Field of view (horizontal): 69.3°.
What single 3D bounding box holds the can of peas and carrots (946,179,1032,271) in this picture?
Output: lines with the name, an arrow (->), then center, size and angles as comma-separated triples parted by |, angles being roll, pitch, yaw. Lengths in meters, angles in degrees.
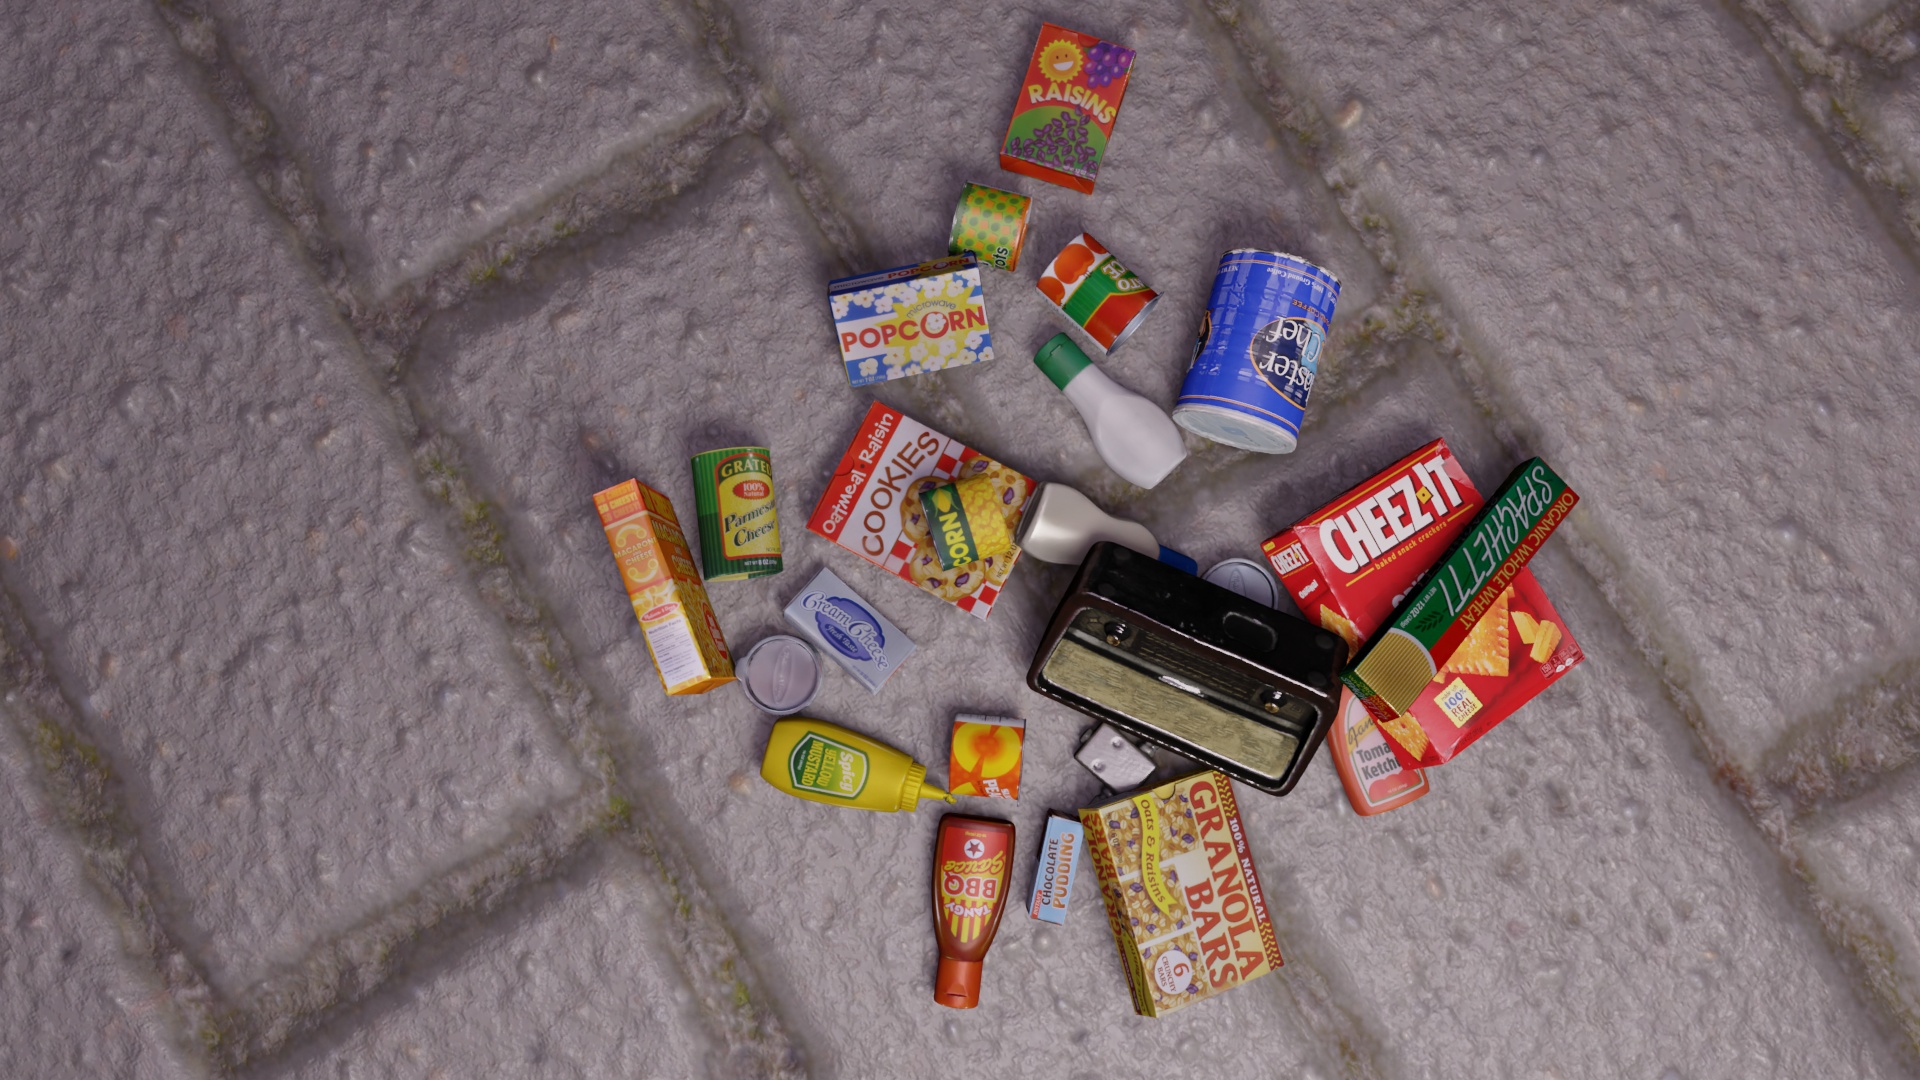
can of peas and carrots -> 0.025, -0.262, 1.169 | 0.059, 0.071, 0.071 | 14, 85, 3

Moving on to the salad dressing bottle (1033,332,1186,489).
salad dressing bottle -> 0.123, -0.110, 1.162 | 0.064, 0.044, 0.148 | -42, 83, -1

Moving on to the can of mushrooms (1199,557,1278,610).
can of mushrooms -> 0.224, 0.048, 1.146 | 0.071, 0.033, 0.071 | 0, 85, 2

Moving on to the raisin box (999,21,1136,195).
raisin box -> 0.092, -0.370, 1.192 | 0.086, 0.040, 0.123 | 18, 84, 4

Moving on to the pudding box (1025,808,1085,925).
pudding box -> 0.076, 0.262, 1.120 | 0.030, 0.049, 0.084 | 13, 85, 2

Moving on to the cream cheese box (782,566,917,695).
cream cheese box -> -0.093, 0.075, 1.151 | 0.104, 0.024, 0.053 | 40, 68, 5

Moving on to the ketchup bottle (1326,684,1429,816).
ketchup bottle -> 0.323, 0.144, 1.128 | 0.065, 0.043, 0.149 | -20, 83, -6

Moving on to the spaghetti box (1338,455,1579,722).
spaghetti box -> 0.382, 0.033, 1.057 | 0.050, 0.028, 0.251 | 45, 71, 1

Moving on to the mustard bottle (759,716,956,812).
mustard bottle -> -0.080, 0.189, 1.132 | 0.160, 0.049, 0.065 | 14, 88, 3

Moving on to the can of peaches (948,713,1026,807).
can of peaches -> 0.022, 0.177, 1.121 | 0.058, 0.071, 0.071 | 5, 84, 3

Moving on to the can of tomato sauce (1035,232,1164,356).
can of tomato sauce -> 0.115, -0.207, 1.160 | 0.083, 0.071, 0.071 | 42, 87, 6

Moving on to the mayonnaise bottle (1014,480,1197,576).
mayonnaise bottle -> 0.121, 0.005, 1.131 | 0.148, 0.041, 0.064 | 23, 90, -15

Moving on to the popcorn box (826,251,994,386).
popcorn box -> -0.041, -0.184, 1.156 | 0.127, 0.038, 0.084 | -11, 121, 0

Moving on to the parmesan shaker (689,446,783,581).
parmesan shaker -> -0.183, -0.021, 1.152 | 0.071, 0.071, 0.103 | -8, 84, 1

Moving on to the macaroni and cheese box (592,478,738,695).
macaroni and cheese box -> -0.235, 0.041, 1.116 | 0.040, 0.123, 0.166 | -23, 84, -1

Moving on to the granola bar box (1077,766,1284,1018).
granola bar box -> 0.175, 0.274, 1.097 | 0.124, 0.039, 0.165 | -13, 83, -25

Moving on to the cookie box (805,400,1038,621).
cookie box -> -0.025, -0.025, 1.158 | 0.167, 0.040, 0.123 | 27, 86, 4

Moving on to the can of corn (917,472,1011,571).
can of corn -> 0.004, -0.014, 1.101 | 0.058, 0.071, 0.071 | -18, 84, -2

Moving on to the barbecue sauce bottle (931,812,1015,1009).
barbecue sauce bottle -> 0.005, 0.298, 1.121 | 0.065, 0.043, 0.148 | 7, 85, 1

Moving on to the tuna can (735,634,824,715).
tuna can -> -0.149, 0.111, 1.151 | 0.071, 0.033, 0.071 | 0, 84, 2
